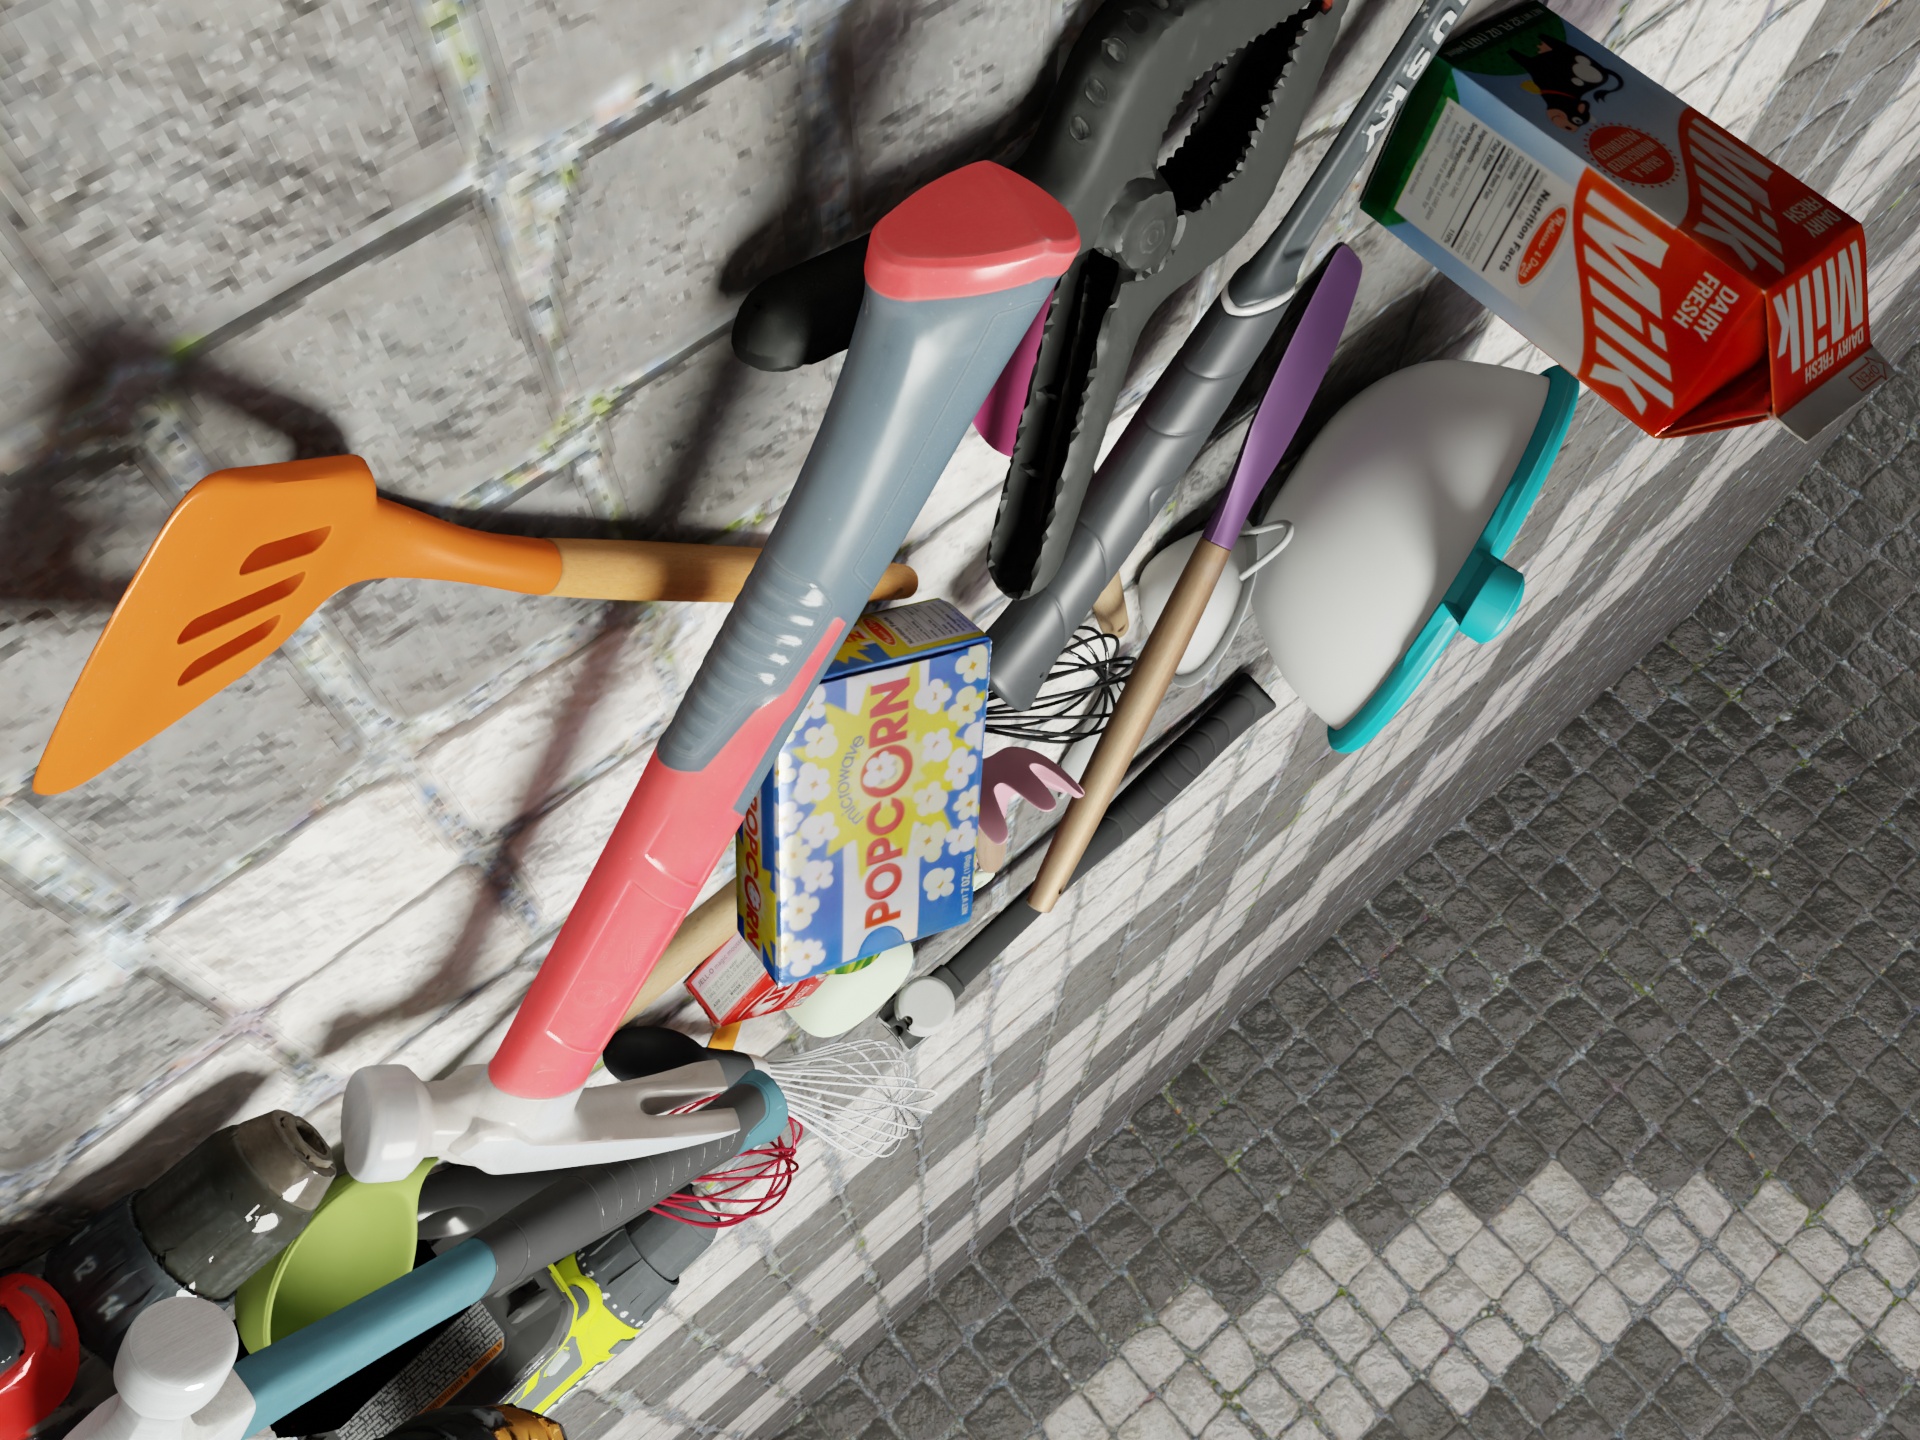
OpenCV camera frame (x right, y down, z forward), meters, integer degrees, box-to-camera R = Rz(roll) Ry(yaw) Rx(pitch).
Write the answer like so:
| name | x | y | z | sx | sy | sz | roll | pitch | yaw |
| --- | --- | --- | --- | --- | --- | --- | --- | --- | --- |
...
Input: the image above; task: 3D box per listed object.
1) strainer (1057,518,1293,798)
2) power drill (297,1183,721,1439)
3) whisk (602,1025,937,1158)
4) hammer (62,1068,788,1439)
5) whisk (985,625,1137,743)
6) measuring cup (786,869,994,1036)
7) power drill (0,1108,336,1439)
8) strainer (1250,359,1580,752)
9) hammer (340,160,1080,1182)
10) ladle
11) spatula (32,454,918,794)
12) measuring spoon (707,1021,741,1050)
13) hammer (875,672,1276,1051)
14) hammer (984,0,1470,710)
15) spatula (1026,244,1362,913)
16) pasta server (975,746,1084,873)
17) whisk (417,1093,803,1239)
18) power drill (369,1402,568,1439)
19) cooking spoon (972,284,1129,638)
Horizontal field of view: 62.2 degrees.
| name | x | y | z | sx | sy | sz | roll | pitch | yaw |
| --- | --- | --- | --- | --- | --- | --- | --- | --- | --- |
| strainer | 0.091 | -0.024 | 0.813 | 0.258 | 0.050 | 0.087 | 118 | -17 | -54 |
| power drill | -0.228 | 0.319 | 0.843 | 0.190 | 0.080 | 0.228 | -42 | 163 | -5 |
| whisk | -0.096 | 0.190 | 0.833 | 0.070 | 0.070 | 0.284 | -46 | 149 | 7 |
| hammer | -0.170 | 0.198 | 0.592 | 0.128 | 0.033 | 0.331 | -56 | 160 | 24 |
| whisk | -0.001 | -0.001 | 0.676 | 0.239 | 0.055 | 0.055 | -16 | 147 | -46 |
| measuring cup | -0.029 | 0.124 | 0.881 | 0.167 | 0.038 | 0.083 | -22 | 151 | -42 |
| power drill | -0.287 | 0.170 | 0.426 | 0.188 | 0.080 | 0.226 | -40 | 163 | -9 |
| strainer | 0.188 | -0.085 | 0.713 | 0.211 | 0.095 | 0.340 | -62 | 174 | 15 |
| hammer | -0.062 | 0.018 | 0.471 | 0.143 | 0.038 | 0.386 | 4 | 134 | -37 |
| ladle | -0.147 | 0.135 | 0.612 | 0.320 | 0.062 | 0.078 | -40 | 152 | 0 |
| spatula | -0.092 | -0.035 | 0.433 | 0.081 | 0.041 | 0.322 | -51 | 160 | 22 |
| measuring spoon | -0.121 | 0.168 | 0.834 | 0.021 | 0.011 | 0.116 | -27 | 155 | -38 |
| hammer | 0.077 | 0.083 | 0.988 | 0.335 | 0.035 | 0.146 | -41 | 174 | -18 |
| hammer | 0.115 | -0.165 | 0.546 | 0.149 | 0.036 | 0.408 | -14 | 142 | -57 |
| spatula | 0.101 | -0.054 | 0.698 | 0.059 | 0.018 | 0.316 | 2 | 116 | -64 |
| pasta server | 0.018 | 0.057 | 0.771 | 0.060 | 0.040 | 0.316 | -33 | 170 | -6 |
| whisk | -0.171 | 0.229 | 0.803 | 0.073 | 0.073 | 0.295 | -48 | 153 | 13 |
| power drill | -0.280 | 0.326 | 0.622 | 0.226 | 0.084 | 0.185 | -15 | 158 | -6 |
| cooking spoon | 0.045 | -0.091 | 0.619 | 0.069 | 0.017 | 0.318 | -45 | 160 | -5 |
